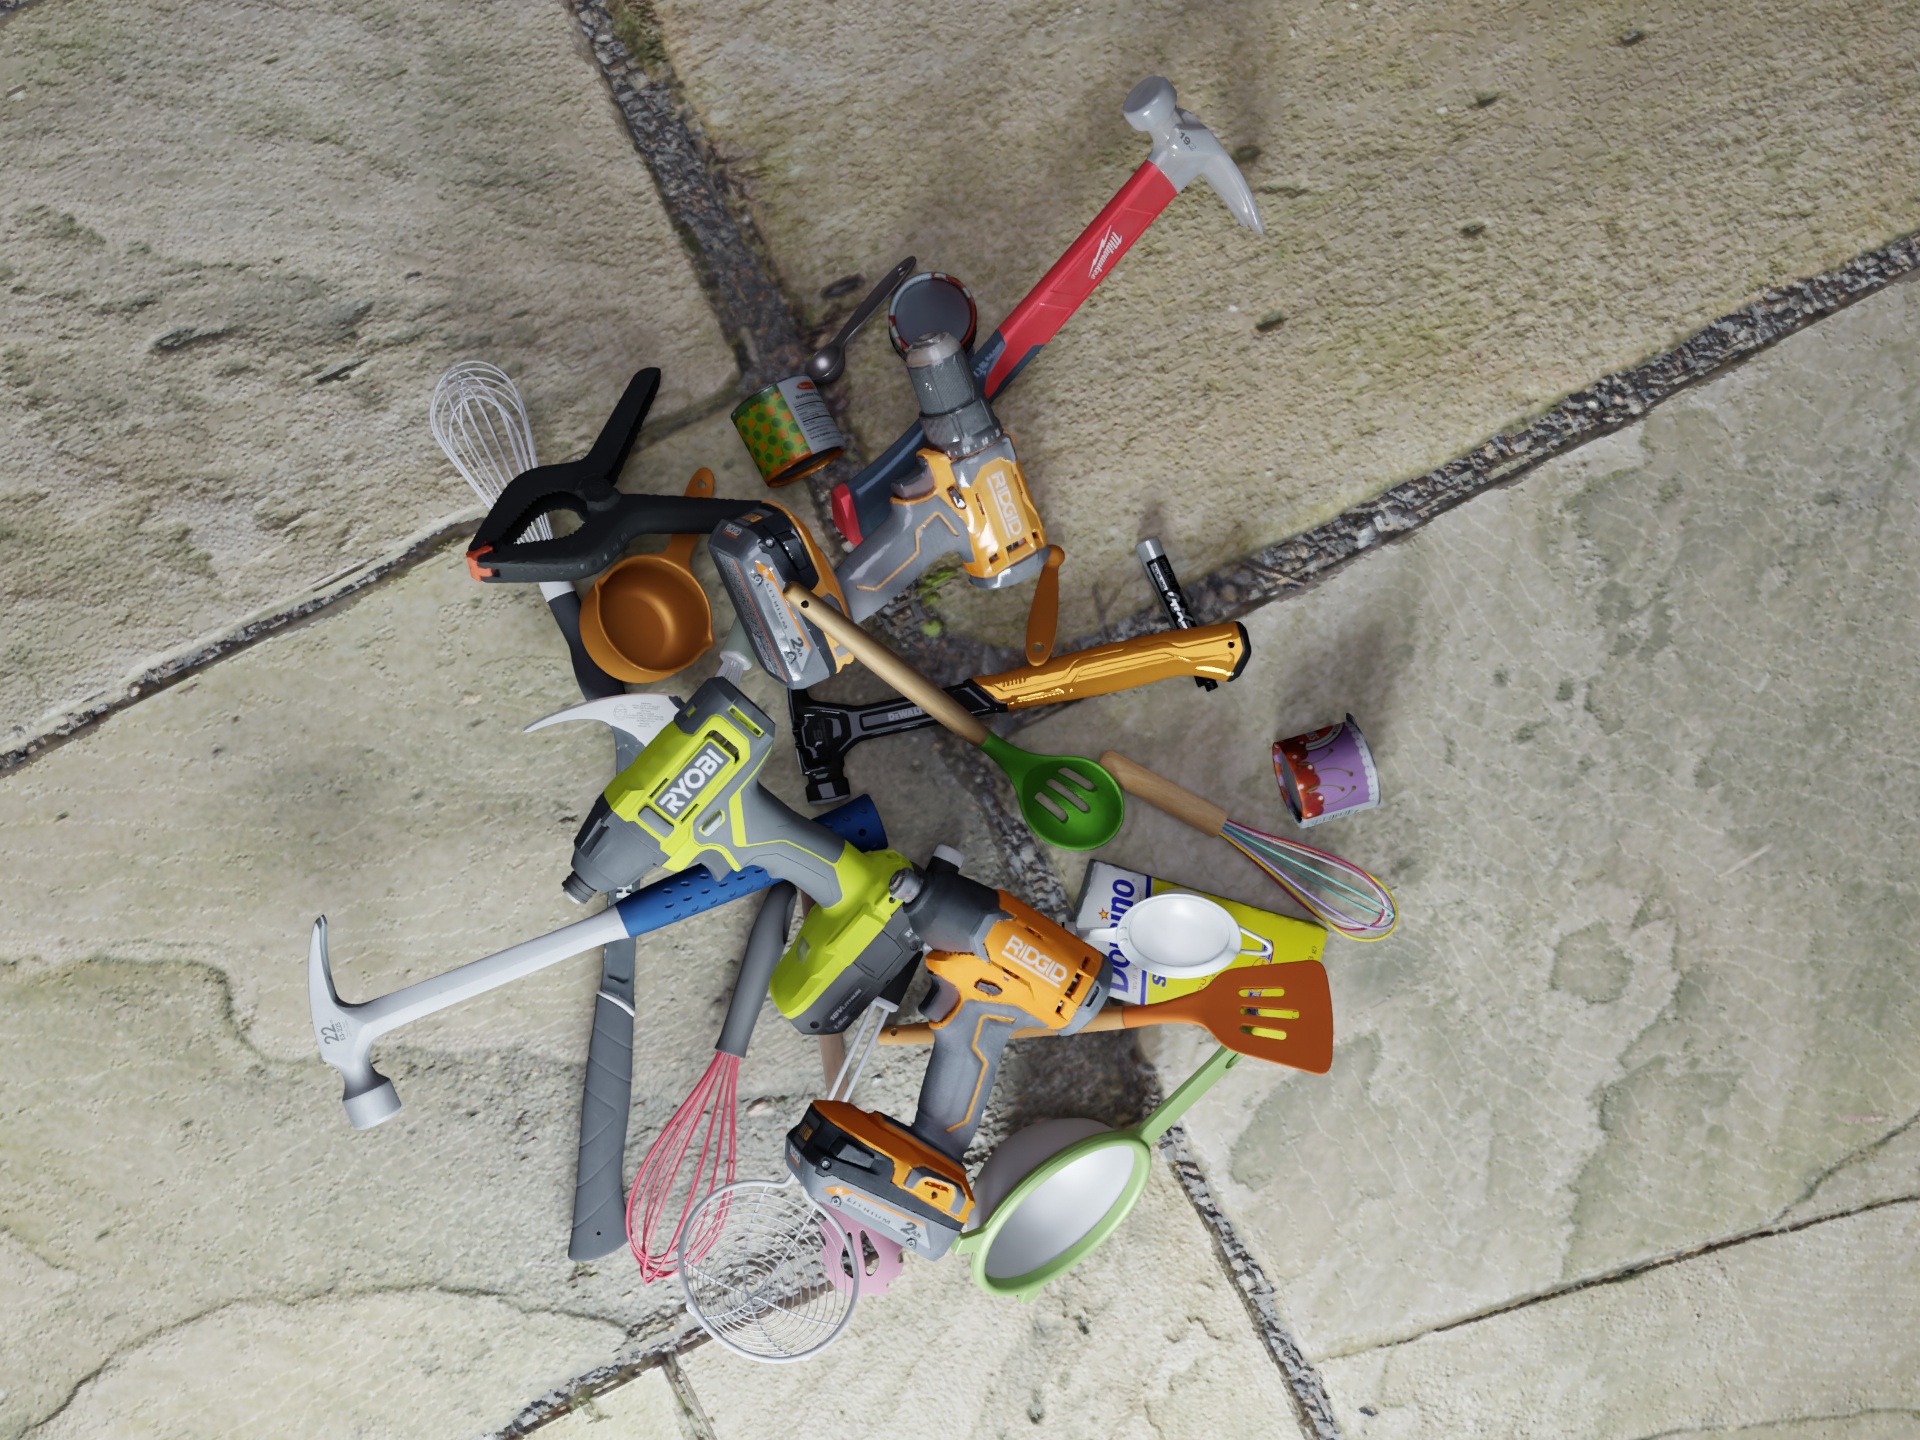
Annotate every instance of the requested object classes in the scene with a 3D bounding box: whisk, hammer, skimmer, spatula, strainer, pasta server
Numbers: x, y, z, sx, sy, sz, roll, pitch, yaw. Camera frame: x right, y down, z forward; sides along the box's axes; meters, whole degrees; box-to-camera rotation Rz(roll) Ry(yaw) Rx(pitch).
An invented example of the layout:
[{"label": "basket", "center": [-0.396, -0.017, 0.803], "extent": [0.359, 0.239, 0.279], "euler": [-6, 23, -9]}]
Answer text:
[{"label": "whisk", "center": [-0.171, 0.256, 1.135], "extent": [0.073, 0.073, 0.296], "euler": [18, 81, 0]}, {"label": "hammer", "center": [-0.251, 0.182, 1.139], "extent": [0.149, 0.036, 0.409], "euler": [5, 90, -16]}, {"label": "skimmer", "center": [-0.074, 0.251, 1.093], "extent": [0.127, 0.090, 0.363], "euler": [26, 77, -6]}, {"label": "hammer", "center": [0.054, -0.270, 1.158], "extent": [0.386, 0.038, 0.143], "euler": [-48, 127, 5]}, {"label": "whisk", "center": [0.208, 0.090, 1.155], "extent": [0.245, 0.051, 0.047], "euler": [29, 93, 4]}, {"label": "hammer", "center": [0.041, -0.031, 1.152], "extent": [0.337, 0.034, 0.127], "euler": [-11, 88, 3]}, {"label": "spatula", "center": [0.095, 0.213, 1.113], "extent": [0.322, 0.041, 0.081], "euler": [-8, 59, 20]}, {"label": "strainer", "center": [0.095, 0.290, 1.117], "extent": [0.256, 0.151, 0.069], "euler": [-42, 51, -6]}, {"label": "whisk", "center": [-0.306, -0.127, 1.155], "extent": [0.070, 0.070, 0.284], "euler": [-24, 93, -1]}, {"label": "pasta server", "center": [-0.089, 0.261, 1.154], "extent": [0.060, 0.040, 0.316], "euler": [-9, 84, -1]}, {"label": "whisk", "center": [-0.162, -0.035, 1.129], "extent": [0.058, 0.059, 0.246], "euler": [1, 61, 39]}, {"label": "strainer", "center": [0.084, 0.147, 1.106], "extent": [0.258, 0.050, 0.086], "euler": [-3, 130, 3]}, {"label": "hammer", "center": [-0.247, 0.137, 1.102], "extent": [0.405, 0.035, 0.144], "euler": [-21, 97, -11]}]

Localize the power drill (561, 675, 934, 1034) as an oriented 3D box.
[{"label": "power drill", "center": [-0.139, 0.102, 1.062], "extent": [0.223, 0.080, 0.171], "euler": [43, 88, -22]}]

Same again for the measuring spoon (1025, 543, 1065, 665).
[{"label": "measuring spoon", "center": [0.061, -0.086, 1.144], "extent": [0.021, 0.011, 0.117], "euler": [5, 52, 7]}]

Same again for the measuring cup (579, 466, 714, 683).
[{"label": "measuring cup", "center": [-0.219, -0.106, 1.158], "extent": [0.095, 0.052, 0.174], "euler": [28, 60, -26]}]

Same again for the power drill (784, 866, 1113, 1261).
[{"label": "power drill", "center": [-0.020, 0.213, 1.037], "extent": [0.164, 0.084, 0.226], "euler": [34, 81, -17]}]

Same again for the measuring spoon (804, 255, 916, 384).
[{"label": "measuring spoon", "center": [-0.070, -0.295, 1.182], "extent": [0.124, 0.034, 0.018], "euler": [-51, 132, -7]}]

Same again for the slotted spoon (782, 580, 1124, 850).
[{"label": "slotted spoon", "center": [-0.002, -0.004, 1.098], "extent": [0.313, 0.031, 0.070], "euler": [37, 103, -29]}]

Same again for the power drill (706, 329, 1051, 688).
[{"label": "power drill", "center": [-0.057, -0.146, 1.094], "extent": [0.226, 0.084, 0.185], "euler": [-30, 118, -18]}]
